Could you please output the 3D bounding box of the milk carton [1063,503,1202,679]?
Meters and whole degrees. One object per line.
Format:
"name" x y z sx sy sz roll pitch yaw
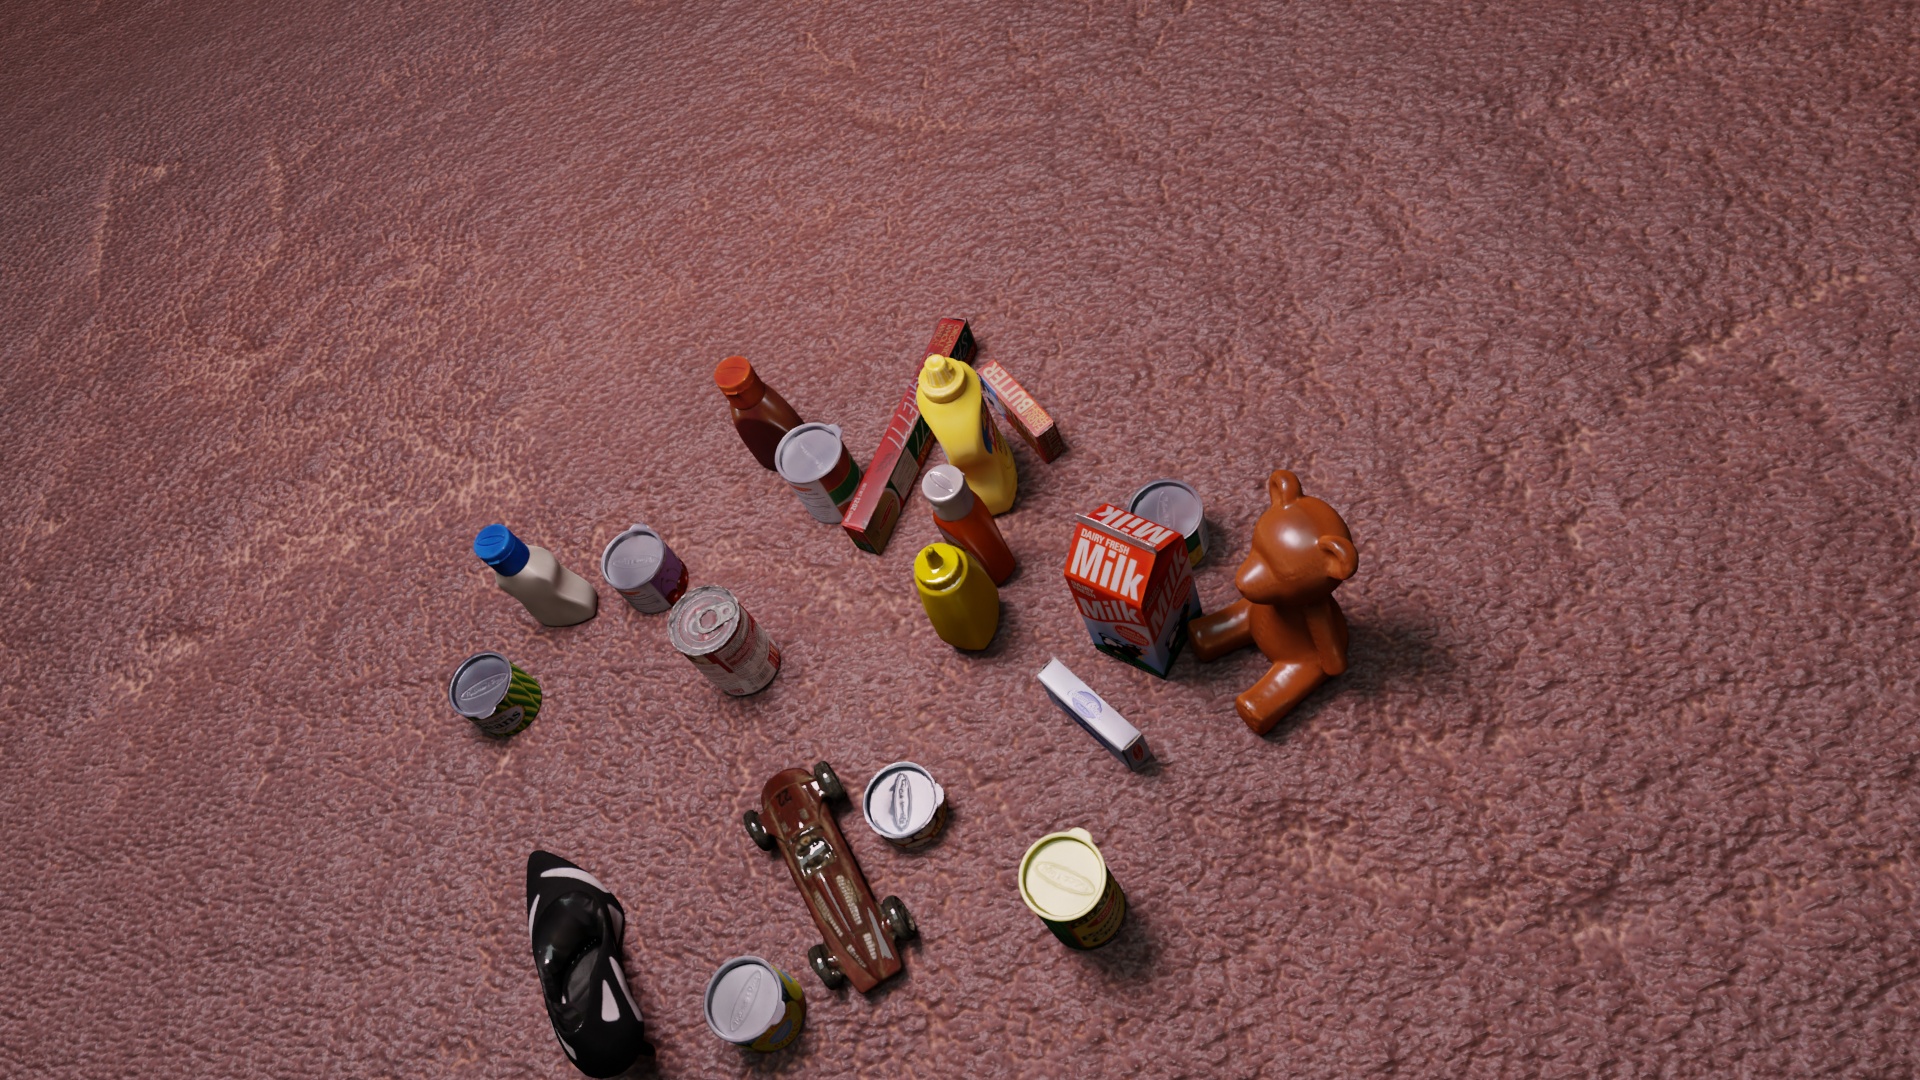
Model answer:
"milk carton" 0.140 0.035 1.129 0.072 0.190 0.073 23 71 27

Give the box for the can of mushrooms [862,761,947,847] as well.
"can of mushrooms" -0.044 0.223 1.172 0.071 0.033 0.071 -7 60 13

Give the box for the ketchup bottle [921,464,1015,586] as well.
"ketchup bottle" 0.004 -0.015 1.224 0.065 0.148 0.043 36 77 30

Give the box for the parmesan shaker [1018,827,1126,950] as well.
"parmesan shaker" 0.089 0.268 1.065 0.071 0.102 0.071 -7 60 13

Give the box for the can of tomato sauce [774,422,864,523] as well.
"can of tomato sauce" -0.130 -0.065 1.332 0.071 0.082 0.071 -7 60 13

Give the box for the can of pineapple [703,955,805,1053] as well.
"can of pineapple" -0.162 0.373 1.109 0.071 0.057 0.071 -7 60 13

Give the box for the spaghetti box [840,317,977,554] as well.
"spaghetti box" -0.046 -0.105 1.349 0.029 0.050 0.251 14 67 24

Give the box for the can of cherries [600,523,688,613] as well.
"can of cherries" -0.304 0.028 1.347 0.071 0.058 0.072 -7 60 13

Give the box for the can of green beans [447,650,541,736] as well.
"can of green beans" -0.442 0.147 1.322 0.071 0.057 0.071 -7 60 13

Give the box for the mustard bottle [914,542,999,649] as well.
"mustard bottle" -0.007 0.040 1.189 0.049 0.159 0.065 8 64 21

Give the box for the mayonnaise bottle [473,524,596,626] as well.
"mayonnaise bottle" -0.406 0.034 1.322 0.065 0.147 0.041 -10 60 12

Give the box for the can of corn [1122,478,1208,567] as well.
"can of corn" 0.181 -0.012 1.222 0.071 0.058 0.071 -7 60 13

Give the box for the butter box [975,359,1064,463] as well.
"butter box" 0.057 -0.123 1.325 0.024 0.053 0.104 -37 58 -5

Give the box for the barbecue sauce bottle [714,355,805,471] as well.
"barbecue sauce bottle" -0.192 -0.121 1.344 0.065 0.148 0.044 0 62 17

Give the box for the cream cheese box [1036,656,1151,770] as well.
"cream cheese box" 0.111 0.145 1.157 0.024 0.053 0.104 -44 59 -9
